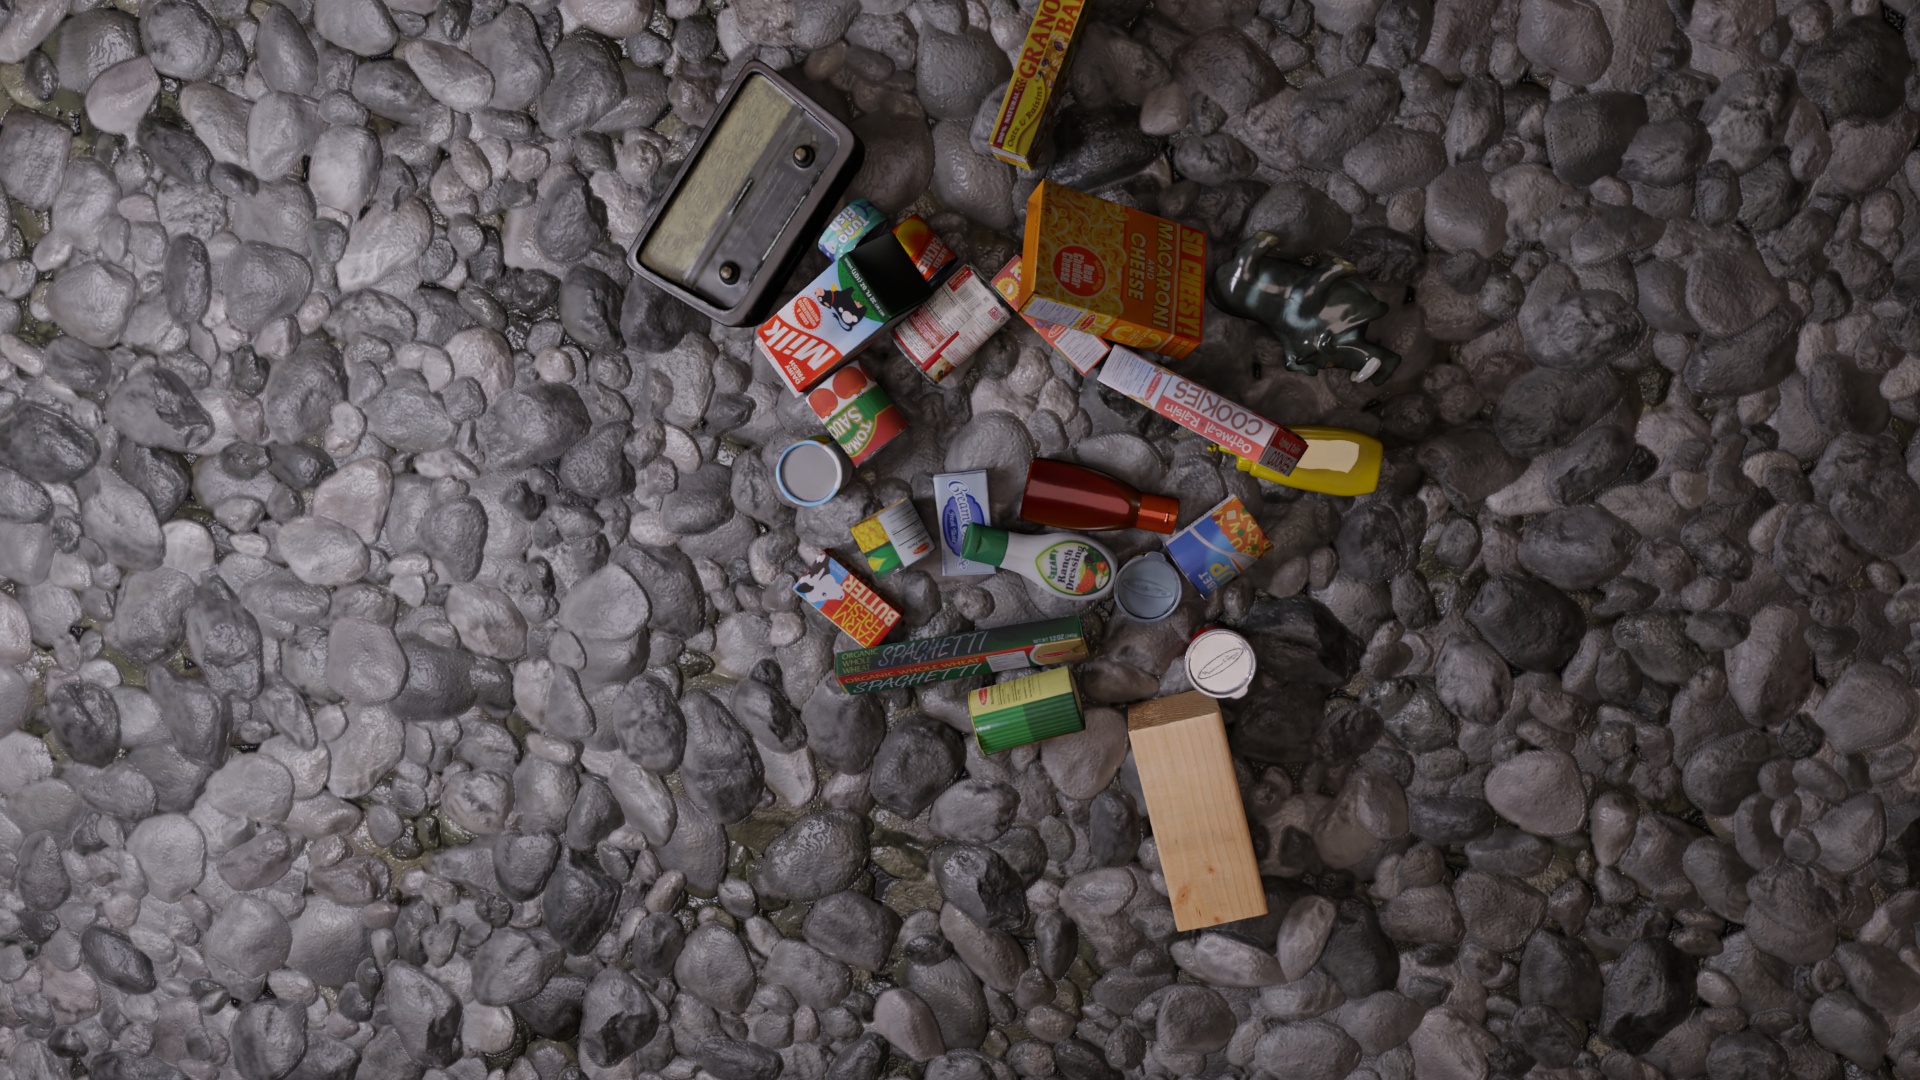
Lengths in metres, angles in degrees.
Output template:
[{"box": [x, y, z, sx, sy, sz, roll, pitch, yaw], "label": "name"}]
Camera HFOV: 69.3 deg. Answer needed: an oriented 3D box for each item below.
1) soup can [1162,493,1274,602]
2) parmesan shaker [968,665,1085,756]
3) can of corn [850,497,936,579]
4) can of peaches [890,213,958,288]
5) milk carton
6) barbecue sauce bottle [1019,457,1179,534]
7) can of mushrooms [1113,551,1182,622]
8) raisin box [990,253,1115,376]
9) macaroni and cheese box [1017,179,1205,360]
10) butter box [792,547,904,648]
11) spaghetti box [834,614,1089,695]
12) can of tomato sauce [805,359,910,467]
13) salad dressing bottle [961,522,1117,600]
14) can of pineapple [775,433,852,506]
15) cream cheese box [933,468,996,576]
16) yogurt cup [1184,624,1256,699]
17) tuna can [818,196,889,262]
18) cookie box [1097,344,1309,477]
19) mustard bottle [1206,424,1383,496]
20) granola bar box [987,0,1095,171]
[{"box": [0.248, 0.007, 1.325, 0.083, 0.071, 0.071, -37, 94, 10], "label": "soup can"}, {"box": [0.066, 0.169, 1.366, 0.103, 0.071, 0.071, -15, 97, 8], "label": "parmesan shaker"}, {"box": [-0.067, -0.001, 1.357, 0.071, 0.071, 0.058, -27, 95, 9], "label": "can of corn"}, {"box": [-0.044, -0.267, 1.310, 0.071, 0.071, 0.058, -42, 92, 10], "label": "can of peaches"}, {"box": [-0.122, -0.204, 1.304, 0.190, 0.074, 0.072, -31, 95, 42], "label": "milk carton"}, {"box": [0.135, -0.037, 1.342, 0.148, 0.044, 0.064, 11, 100, 3], "label": "barbecue sauce bottle"}, {"box": [0.183, 0.043, 1.354, 0.071, 0.033, 0.071, 1, 99, 6], "label": "can of mushrooms"}, {"box": [0.087, -0.212, 1.297, 0.123, 0.086, 0.040, 45, 105, -2], "label": "raisin box"}, {"box": [0.139, -0.244, 1.258, 0.166, 0.040, 0.124, 14, 66, -17], "label": "macaroni and cheese box"}, {"box": [-0.112, 0.060, 1.391, 0.103, 0.024, 0.053, 39, 101, -1], "label": "butter box"}, {"box": [0.000, 0.114, 1.373, 0.250, 0.050, 0.029, -9, 60, 7], "label": "spaghetti box"}, {"box": [-0.100, -0.122, 1.338, 0.071, 0.071, 0.083, -37, 93, 10], "label": "can of tomato sauce"}, {"box": [0.076, 0.017, 1.341, 0.148, 0.044, 0.064, 14, 96, -9], "label": "salad dressing bottle"}, {"box": [-0.144, -0.068, 1.357, 0.071, 0.058, 0.071, 1, 99, 6], "label": "can of pineapple"}, {"box": [0.005, -0.017, 1.367, 0.053, 0.024, 0.103, -5, 98, 5], "label": "cream cheese box"}, {"box": [0.250, 0.114, 1.348, 0.072, 0.054, 0.072, 1, 99, 5], "label": "yogurt cup"}, {"box": [-0.102, -0.290, 1.311, 0.033, 0.071, 0.071, 43, 101, -1], "label": "tuna can"}, {"box": [0.221, -0.117, 1.253, 0.168, 0.123, 0.040, 32, 101, 24], "label": "cookie box"}, {"box": [0.314, -0.081, 1.315, 0.160, 0.049, 0.065, 8, 102, 5], "label": "mustard bottle"}, {"box": [0.075, -0.421, 1.247, 0.039, 0.124, 0.165, 21, 101, 2], "label": "granola bar box"}]
